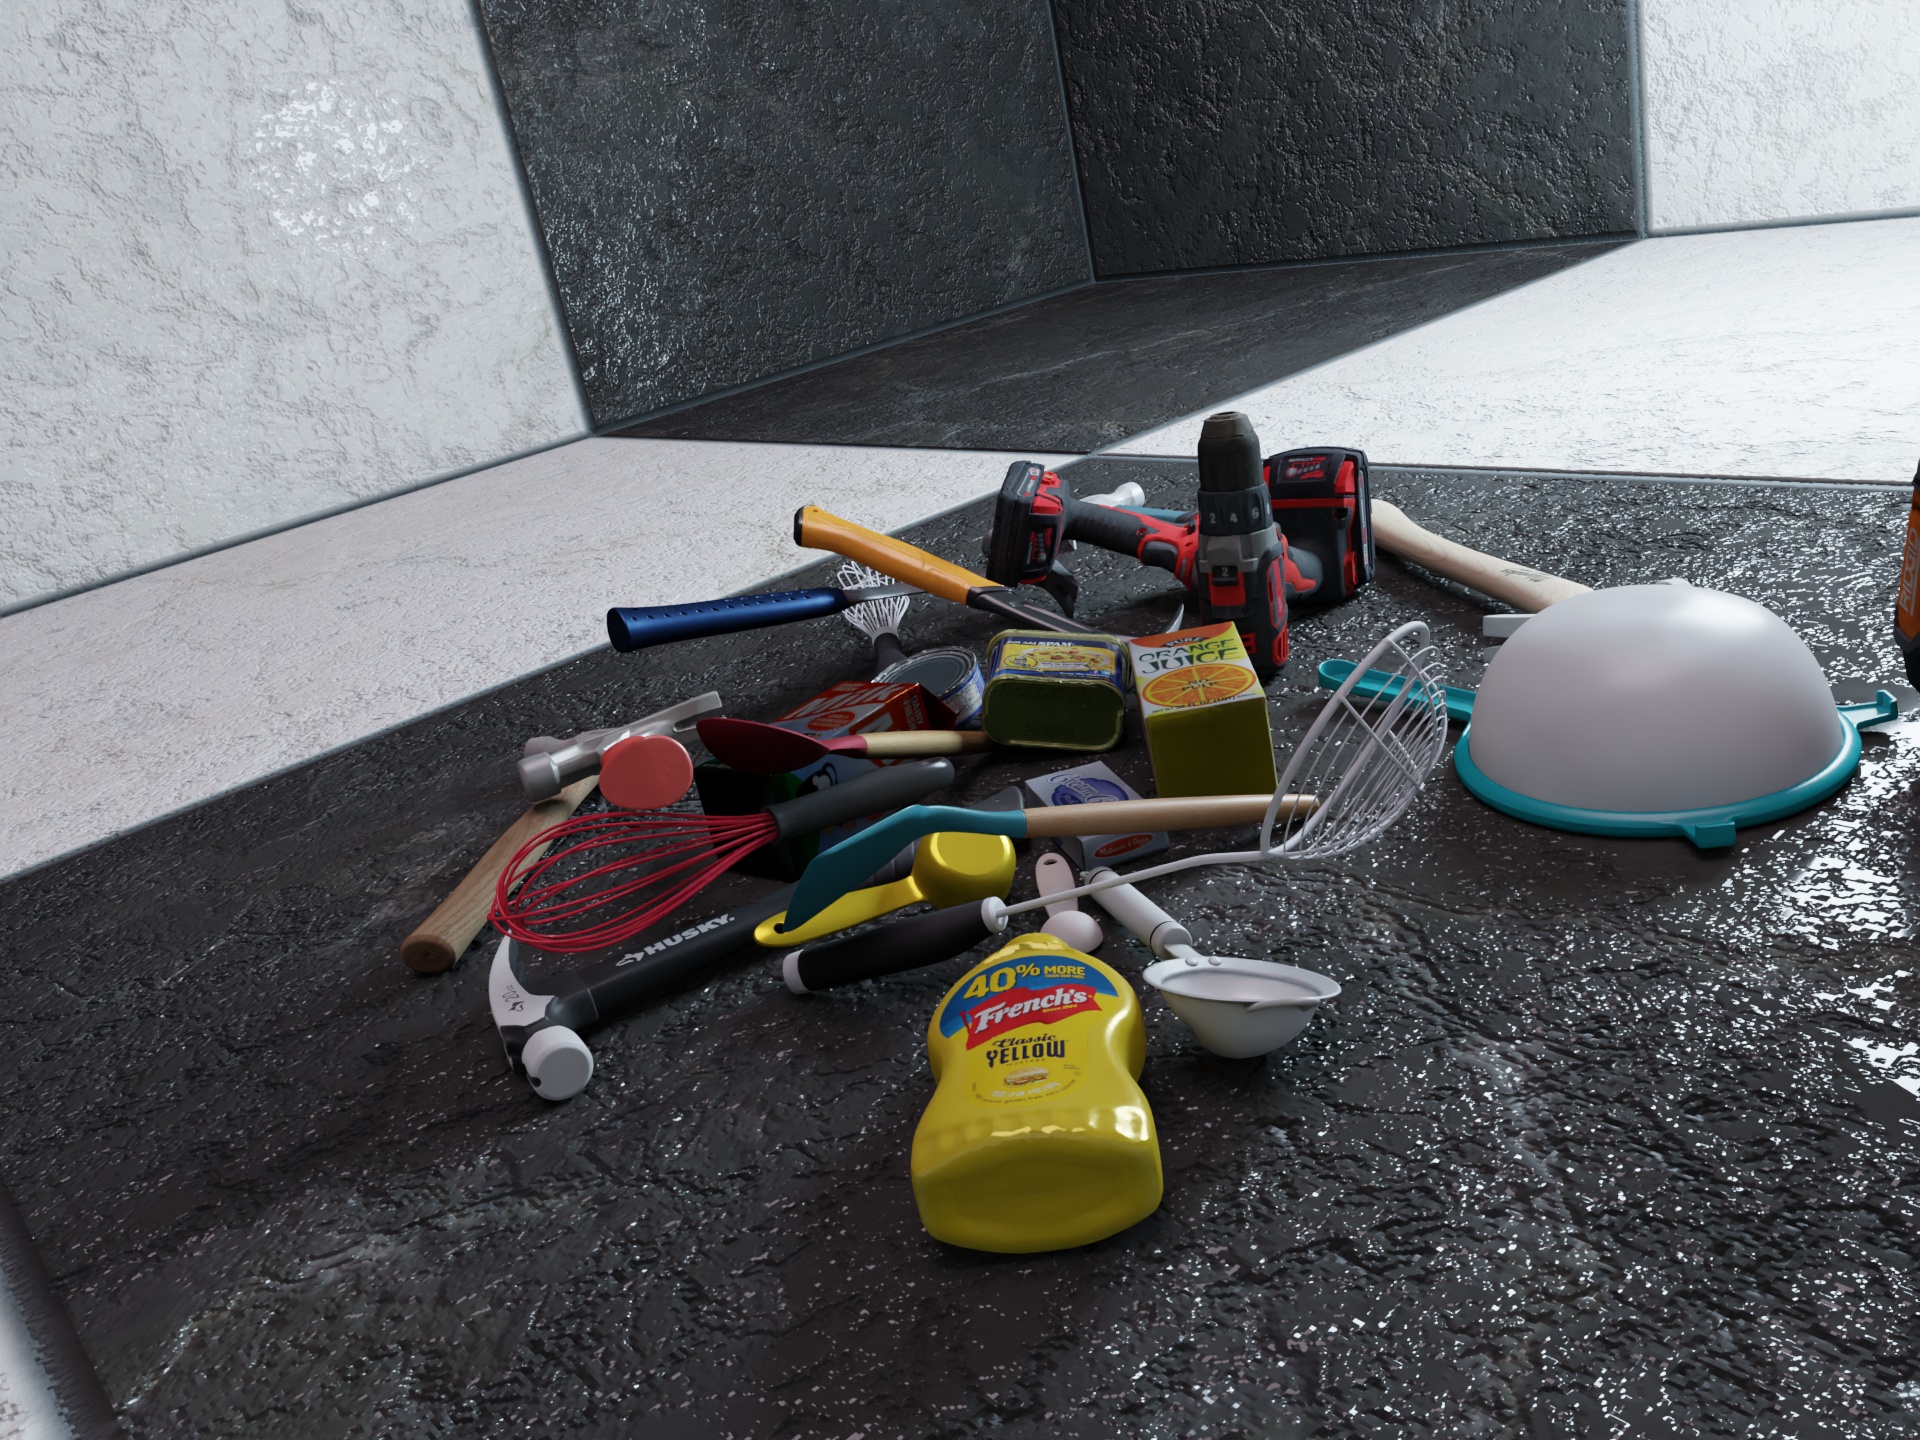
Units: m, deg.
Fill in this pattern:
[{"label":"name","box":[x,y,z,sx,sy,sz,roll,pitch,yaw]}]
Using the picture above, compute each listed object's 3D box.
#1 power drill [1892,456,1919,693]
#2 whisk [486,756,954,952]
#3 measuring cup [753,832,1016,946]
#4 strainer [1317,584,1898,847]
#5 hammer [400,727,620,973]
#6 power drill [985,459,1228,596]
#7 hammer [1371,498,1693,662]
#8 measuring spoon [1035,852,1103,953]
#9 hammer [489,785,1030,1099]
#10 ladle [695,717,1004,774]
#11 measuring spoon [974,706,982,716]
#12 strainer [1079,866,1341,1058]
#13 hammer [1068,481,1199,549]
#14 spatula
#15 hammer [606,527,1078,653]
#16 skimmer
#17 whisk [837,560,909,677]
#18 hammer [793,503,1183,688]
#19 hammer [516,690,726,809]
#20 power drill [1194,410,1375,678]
[{"label":"power drill","box":[0.518,-0.019,0.754,0.084,0.164,0.227,-9,33,8]},{"label":"whisk","box":[-0.125,0.065,0.900,0.295,0.073,0.073,-17,20,-33]},{"label":"measuring cup","box":[-0.039,0.090,0.864,0.156,0.029,0.062,-15,55,-27]},{"label":"strainer","box":[0.344,-0.034,0.939,0.211,0.095,0.341,-25,25,-31]},{"label":"hammer","box":[-0.292,0.077,1.094,0.130,0.031,0.331,-8,21,11]},{"label":"power drill","box":[0.138,-0.145,1.315,0.219,0.078,0.143,11,28,4]},{"label":"hammer","box":[0.375,-0.119,1.220,0.146,0.038,0.411,-9,19,-8]},{"label":"measuring spoon","box":[0.054,0.094,0.872,0.034,0.018,0.124,-12,20,1]},{"label":"hammer","box":[-0.104,0.107,0.905,0.334,0.035,0.146,-21,23,-24]},{"label":"ladle","box":[-0.050,0.015,0.972,0.069,0.031,0.315,3,1,29]},{"label":"measuring spoon","box":[-0.002,-0.004,1.180,0.117,0.011,0.021,-2,32,33]},{"label":"strainer","box":[0.106,0.112,0.769,0.087,0.050,0.258,2,11,-15]},{"label":"hammer","box":[0.222,-0.186,1.500,0.128,0.033,0.331,-24,23,-31]},{"label":"spatula","box":[0.059,0.065,0.857,0.317,0.082,0.044,-3,57,-21]},{"label":"hammer","box":[-0.086,-0.099,1.295,0.405,0.035,0.144,-12,33,-31]},{"label":"skimmer","box":[0.065,0.052,0.783,0.363,0.090,0.127,-19,-13,21]},{"label":"whisk","box":[-0.066,-0.080,1.353,0.070,0.070,0.285,-13,25,-3]},{"label":"hammer","box":[0.008,-0.108,1.258,0.337,0.034,0.127,24,36,26]},{"label":"hammer","box":[-0.190,0.020,0.962,0.149,0.036,0.359,-21,6,-15]},{"label":"power drill","box":[0.235,-0.149,1.183,0.080,0.187,0.227,2,20,31]}]
